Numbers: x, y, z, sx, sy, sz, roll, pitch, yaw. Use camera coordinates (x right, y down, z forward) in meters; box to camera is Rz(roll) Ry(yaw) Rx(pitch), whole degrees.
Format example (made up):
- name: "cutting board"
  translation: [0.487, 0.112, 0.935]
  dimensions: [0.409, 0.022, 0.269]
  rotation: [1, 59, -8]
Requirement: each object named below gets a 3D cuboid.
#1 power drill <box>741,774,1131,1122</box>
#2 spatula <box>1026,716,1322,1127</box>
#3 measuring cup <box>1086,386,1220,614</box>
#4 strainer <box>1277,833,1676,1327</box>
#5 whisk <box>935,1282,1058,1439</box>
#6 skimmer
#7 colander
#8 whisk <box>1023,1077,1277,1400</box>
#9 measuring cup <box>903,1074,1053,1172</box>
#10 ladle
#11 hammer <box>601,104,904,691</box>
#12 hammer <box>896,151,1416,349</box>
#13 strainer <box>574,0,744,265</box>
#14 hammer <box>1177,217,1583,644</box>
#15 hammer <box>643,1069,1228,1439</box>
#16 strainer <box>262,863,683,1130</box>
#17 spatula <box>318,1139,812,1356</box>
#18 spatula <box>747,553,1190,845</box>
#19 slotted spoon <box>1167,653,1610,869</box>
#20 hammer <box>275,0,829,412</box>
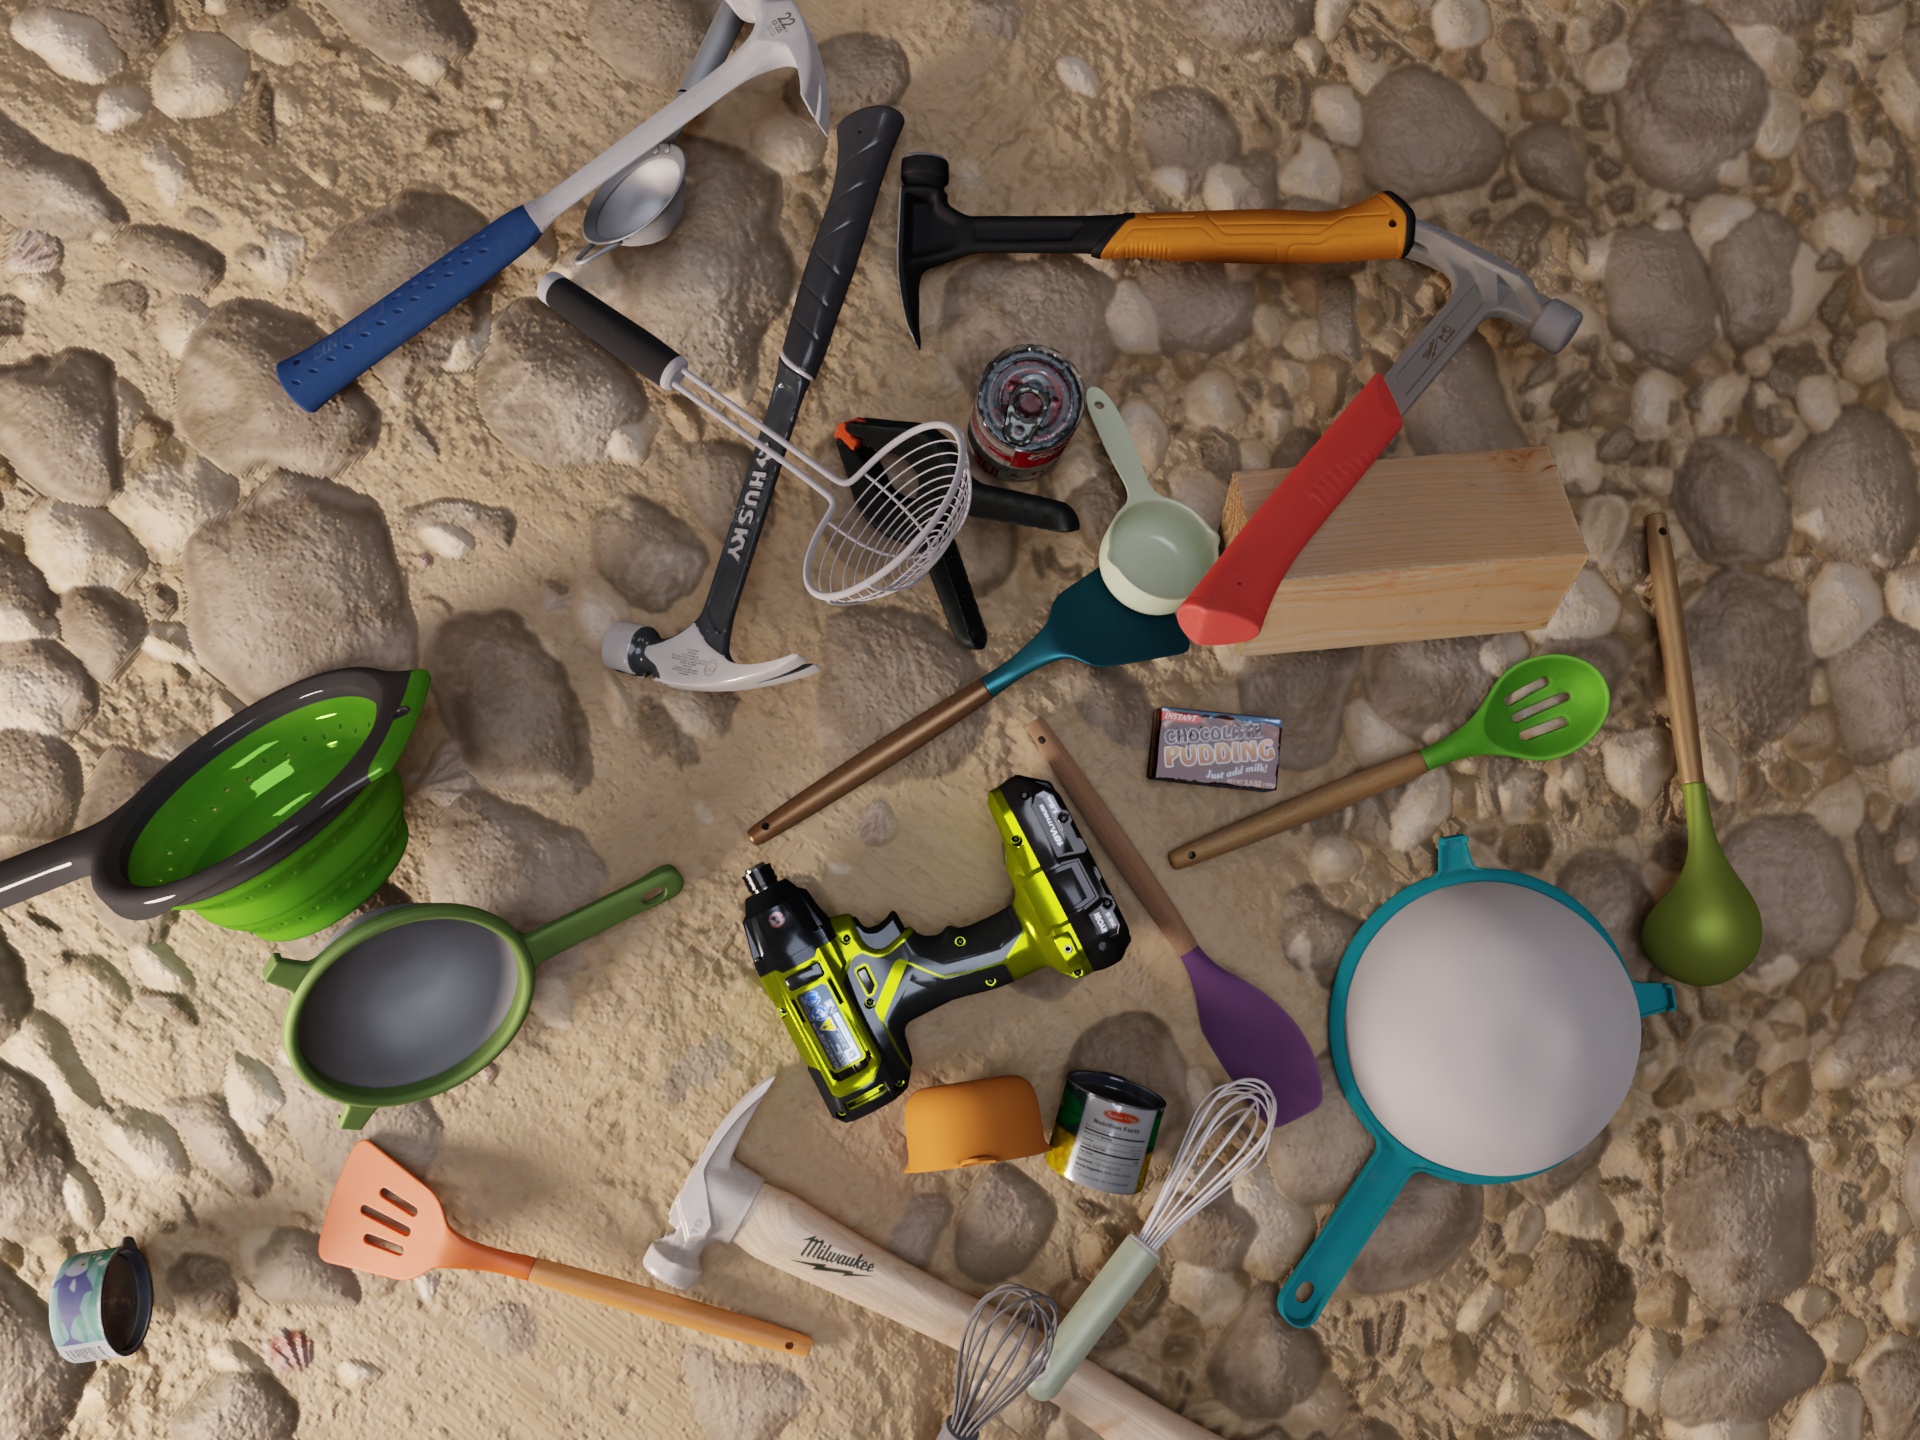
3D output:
- name: "power drill"
  translation: [-0.020, 0.131, 1.020]
  dimensions: [0.223, 0.080, 0.171]
  rotation: [-27, 89, -1]
- name: "spatula"
  translation: [0.139, 0.130, 1.054]
  dimensions: [0.060, 0.018, 0.316]
  rotation: [-35, 88, 21]
- name: "measuring cup"
  translation: [0.114, -0.146, 1.064]
  dimensions: [0.083, 0.038, 0.168]
  rotation: [-14, 70, -19]
- name: "strainer"
  translation: [0.316, 0.254, 1.022]
  dimensions: [0.211, 0.095, 0.340]
  rotation: [36, 84, -1]
- name: "whisk"
  translation: [-0.001, 0.441, 0.986]
  dimensions: [0.055, 0.055, 0.239]
  rotation: [23, 110, -2]
- name: "skimmer"
  translation: [-0.142, -0.194, 0.964]
  dimensions: [0.363, 0.090, 0.127]
  rotation: [37, 87, 20]
- name: "colander"
  translation: [-0.483, 0.094, 0.985]
  dimensions: [0.397, 0.205, 0.094]
  rotation: [-20, 124, 11]
- name: "whisk"
  translation: [0.123, 0.330, 1.016]
  dimensions: [0.246, 0.058, 0.059]
  rotation: [-49, 117, -11]
- name: "measuring cup"
  translation: [0.007, 0.244, 0.967]
  dimensions: [0.095, 0.173, 0.052]
  rotation: [-8, 76, -1]
- name: "ladle"
  translation: [0.486, 0.018, 1.077]
  dimensions: [0.078, 0.062, 0.320]
  rotation: [-3, 81, -3]
- name: "hammer"
  translation: [-0.108, -0.212, 1.032]
  dimensions: [0.149, 0.036, 0.409]
  rotation: [13, 81, 27]
- name: "hammer"
  translation: [0.125, -0.311, 1.044]
  dimensions: [0.337, 0.034, 0.127]
  rotation: [1, 86, 6]
- name: "strainer"
  translation: [-0.182, -0.400, 1.054]
  dimensions: [0.087, 0.050, 0.258]
  rotation: [15, 78, 40]
- name: "hammer"
  translation: [0.241, -0.182, 0.996]
  dimensions: [0.149, 0.036, 0.359]
  rotation: [35, 66, 17]
- name: "hammer"
  translation: [0.009, 0.383, 1.029]
  dimensions: [0.410, 0.038, 0.146]
  rotation: [29, 85, -2]
- name: "strainer"
  translation: [-0.303, 0.140, 1.006]
  dimensions: [0.256, 0.069, 0.151]
  rotation: [-25, 131, -23]
- name: "spatula"
  translation: [-0.250, 0.356, 1.022]
  dimensions: [0.322, 0.041, 0.081]
  rotation: [19, 87, -6]
- name: "spatula"
  translation: [-0.002, -0.003, 1.050]
  dimensions: [0.317, 0.044, 0.082]
  rotation: [-32, 74, 2]
- name: "slotted spoon"
  translation: [0.285, 0.035, 1.066]
  dimensions: [0.314, 0.031, 0.070]
  rotation: [-22, 89, -2]
- name: "hammer"
  translation: [-0.262, -0.322, 1.011]
  dimensions: [0.405, 0.035, 0.144]
  rotation: [-34, 61, 5]
